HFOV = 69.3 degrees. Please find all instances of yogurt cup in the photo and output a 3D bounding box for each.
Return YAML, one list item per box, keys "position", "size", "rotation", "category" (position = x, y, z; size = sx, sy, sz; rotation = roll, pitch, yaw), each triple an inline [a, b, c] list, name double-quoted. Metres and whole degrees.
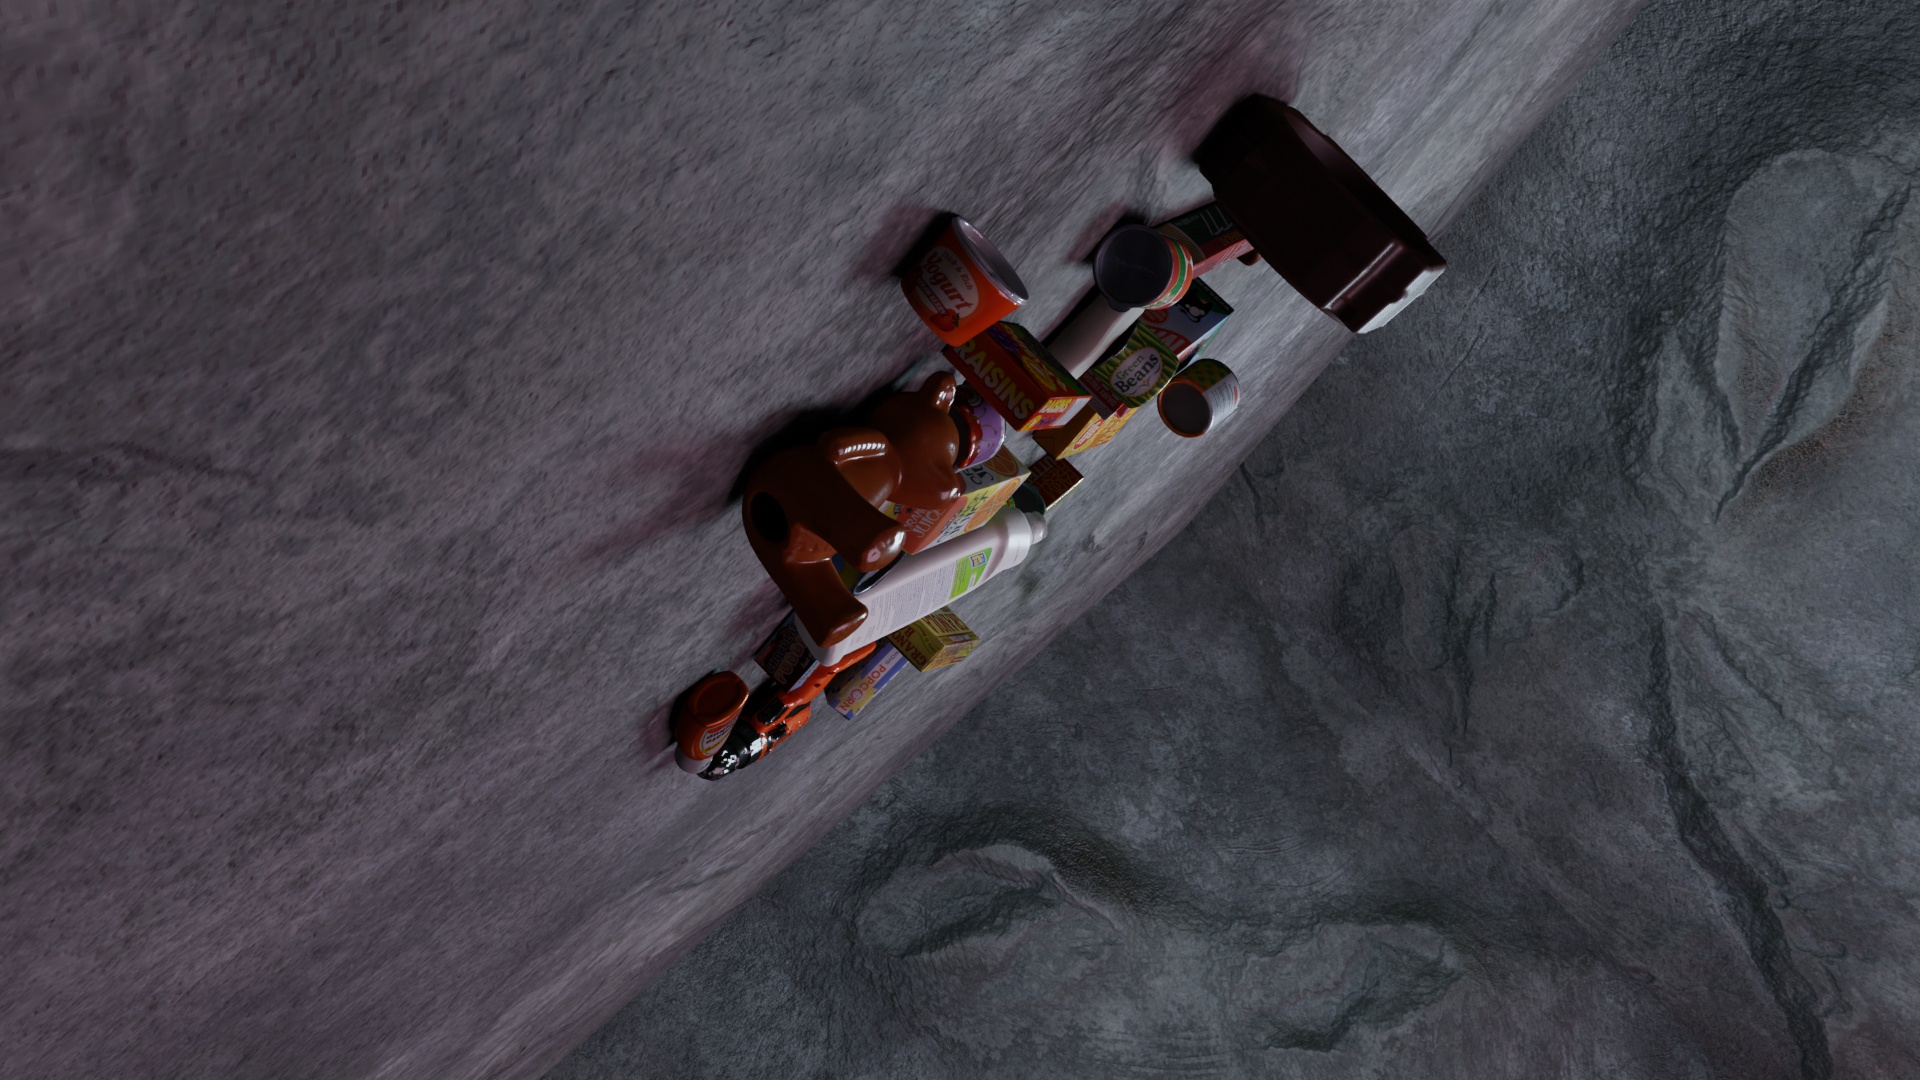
- position: [0.000, -0.156, 0.851]
  size: [0.054, 0.072, 0.072]
  rotation: [-39, 172, 18]
  category: "yogurt cup"

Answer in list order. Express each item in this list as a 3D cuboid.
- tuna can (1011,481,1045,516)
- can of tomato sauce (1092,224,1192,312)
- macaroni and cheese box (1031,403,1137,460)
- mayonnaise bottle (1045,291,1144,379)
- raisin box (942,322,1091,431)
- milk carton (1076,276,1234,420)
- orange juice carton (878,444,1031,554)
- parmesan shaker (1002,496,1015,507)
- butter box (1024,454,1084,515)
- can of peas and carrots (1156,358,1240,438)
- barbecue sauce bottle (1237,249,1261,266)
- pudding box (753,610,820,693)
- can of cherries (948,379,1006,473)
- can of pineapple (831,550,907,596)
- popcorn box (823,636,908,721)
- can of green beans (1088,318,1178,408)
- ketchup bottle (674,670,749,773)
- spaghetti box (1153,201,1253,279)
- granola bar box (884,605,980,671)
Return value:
- position: [0.062, -0.035, 1.552]
  size: [0.071, 0.071, 0.032]
  rotation: [-32, 164, -48]
  category: "tuna can"
- position: [0.152, -0.223, 1.149]
  size: [0.071, 0.071, 0.083]
  rotation: [-48, 170, 20]
  category: "can of tomato sauce"
- position: [0.160, -0.155, 1.536]
  size: [0.123, 0.040, 0.167]
  rotation: [-49, 168, 25]
  category: "macaroni and cheese box"
- position: [0.100, -0.169, 1.245]
  size: [0.148, 0.041, 0.065]
  rotation: [-45, 175, 11]
  category: "mayonnaise bottle"
- position: [0.046, -0.127, 1.076]
  size: [0.040, 0.086, 0.123]
  rotation: [-46, 170, 19]
  category: "raisin box"
- position: [0.179, -0.189, 1.380]
  size: [0.191, 0.072, 0.073]
  rotation: [-37, 168, -31]
  category: "milk carton"
- position: [-0.021, -0.046, 1.180]
  size: [0.071, 0.073, 0.193]
  rotation: [-49, 168, 25]
  category: "orange juice carton"
- position: [0.005, -0.018, 1.398]
  size: [0.071, 0.071, 0.103]
  rotation: [-50, 168, 31]
  category: "parmesan shaker"
- position: [0.092, -0.058, 1.625]
  size: [0.104, 0.053, 0.024]
  rotation: [-39, 166, -28]
  category: "butter box"
- position: [0.240, -0.145, 1.412]
  size: [0.059, 0.071, 0.070]
  rotation: [-35, 166, -42]
  category: "can of peas and carrots"
- position: [0.344, -0.351, 1.445]
  size: [0.149, 0.044, 0.064]
  rotation: [-42, 168, -12]
  category: "barbecue sauce bottle"
- position: [-0.152, 0.099, 1.322]
  size: [0.083, 0.050, 0.030]
  rotation: [-47, 171, 23]
  category: "pudding box"
- position: [-0.006, -0.090, 1.092]
  size: [0.071, 0.071, 0.058]
  rotation: [-50, 167, 29]
  category: "can of cherries"
- position: [-0.086, 0.005, 1.175]
  size: [0.071, 0.058, 0.071]
  rotation: [-42, 169, -9]
  category: "can of pineapple"
- position: [-0.100, 0.128, 1.553]
  size: [0.126, 0.038, 0.085]
  rotation: [-45, -152, 9]
  category: "popcorn box"
- position: [0.158, -0.164, 1.277]
  size: [0.071, 0.058, 0.071]
  rotation: [-43, -161, 18]
  category: "can of green beans"
- position: [-0.241, 0.176, 1.307]
  size: [0.065, 0.043, 0.148]
  rotation: [-37, 168, -34]
  category: "ketchup bottle"
- position: [0.236, -0.283, 1.286]
  size: [0.251, 0.050, 0.028]
  rotation: [-33, 166, -48]
  category: "spaghetti box"
- position: [-0.051, 0.073, 1.398]
  size: [0.039, 0.124, 0.165]
  rotation: [-47, 169, 7]
  category: "granola bar box"
